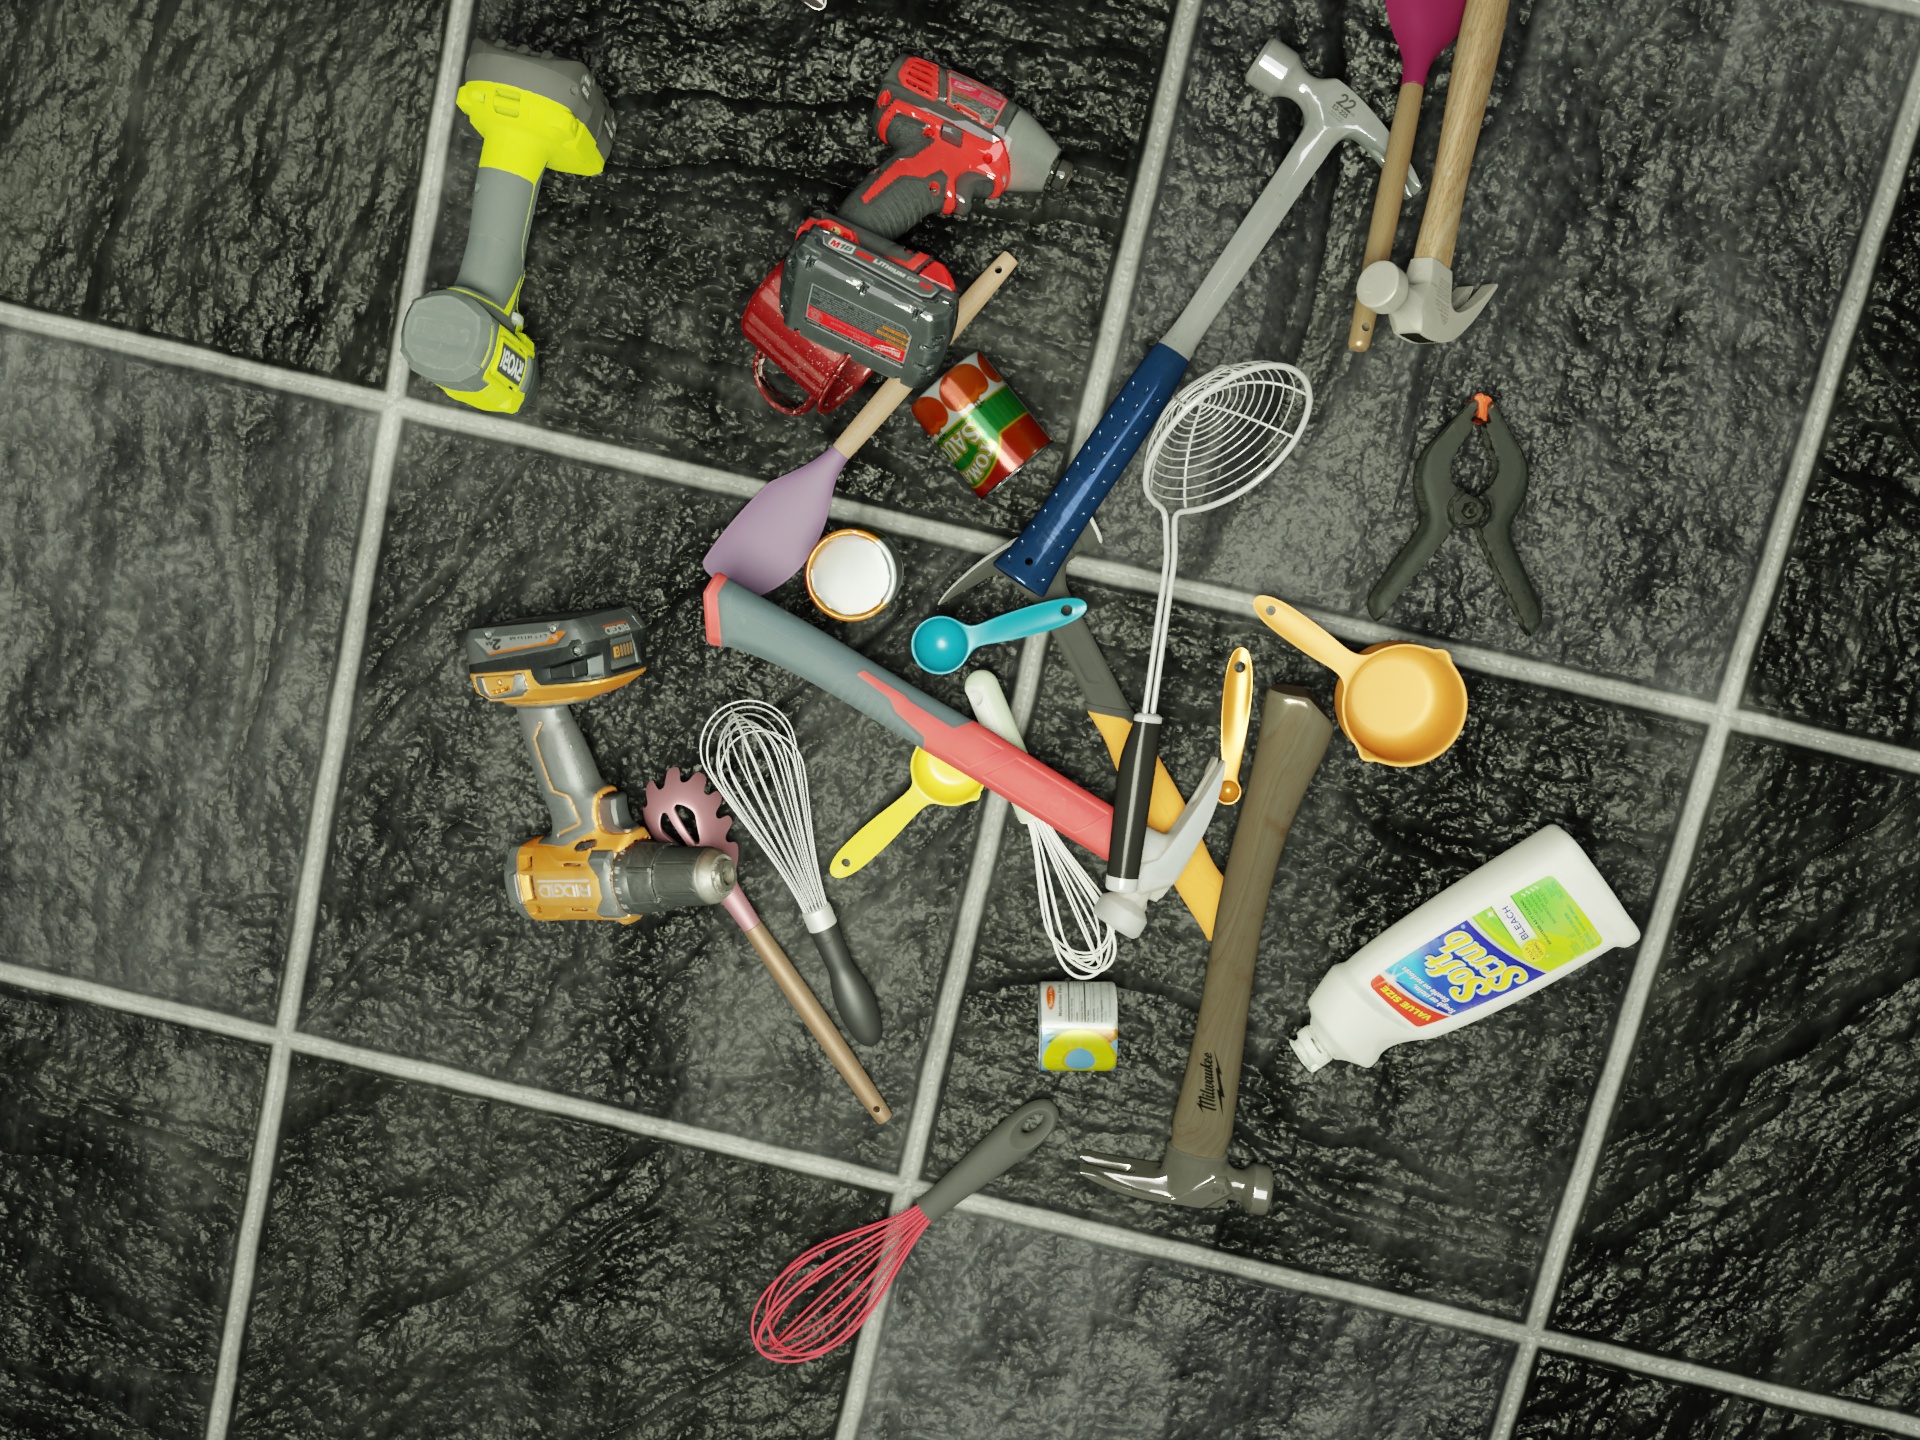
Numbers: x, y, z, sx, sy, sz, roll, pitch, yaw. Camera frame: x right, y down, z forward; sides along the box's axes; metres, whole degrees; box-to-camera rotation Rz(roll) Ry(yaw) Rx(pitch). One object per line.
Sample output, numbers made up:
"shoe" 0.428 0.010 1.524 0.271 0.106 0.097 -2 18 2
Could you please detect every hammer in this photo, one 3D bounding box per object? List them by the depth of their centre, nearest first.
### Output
"hammer" 0.341 -0.416 1.066 0.031 0.130 0.331 12 89 43
"hammer" 0.158 -0.261 1.102 0.144 0.035 0.405 34 93 -3
"hammer" -0.002 -0.004 1.108 0.386 0.038 0.143 31 89 -9
"hammer" 0.188 0.170 1.152 0.146 0.038 0.410 9 108 2
"hammer" 0.114 0.018 1.165 0.127 0.034 0.337 -28 96 5

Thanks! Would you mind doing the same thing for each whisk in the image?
"whisk" 0.056 0.077 1.160 0.059 0.058 0.246 -31 103 -38
"whisk" -0.118 0.118 1.182 0.070 0.070 0.284 -20 101 5
"whisk" -0.041 0.389 1.219 0.296 0.073 0.073 -40 95 1

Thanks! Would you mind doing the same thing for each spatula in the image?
"spatula" -0.068 -0.211 1.147 0.059 0.018 0.316 41 99 -5

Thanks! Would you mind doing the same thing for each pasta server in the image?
"pasta server" -0.142 0.175 1.206 0.060 0.040 0.316 -32 100 7

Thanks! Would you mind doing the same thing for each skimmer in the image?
"skimmer" 0.157 -0.057 1.064 0.090 0.127 0.363 12 96 45

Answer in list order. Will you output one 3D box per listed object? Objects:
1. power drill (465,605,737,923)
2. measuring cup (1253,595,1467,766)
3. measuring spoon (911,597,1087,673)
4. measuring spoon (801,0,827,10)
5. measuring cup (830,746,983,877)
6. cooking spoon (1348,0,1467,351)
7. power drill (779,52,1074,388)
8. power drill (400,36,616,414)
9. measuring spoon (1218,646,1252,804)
"power drill" -0.255 0.036 1.137 0.185 0.084 0.226 -3 101 27
"measuring cup" 0.279 -0.038 1.141 0.173 0.052 0.095 35 98 -1
"measuring spoon" 0.027 -0.067 1.131 0.128 0.021 0.042 -15 105 -3
"measuring spoon" -0.137 -0.543 1.105 0.034 0.018 0.124 -42 101 6
"measuring cup" -0.041 0.063 1.188 0.062 0.029 0.156 45 109 -5
"cooking spoon" 0.300 -0.402 1.070 0.068 0.017 0.319 13 86 -8
"power drill" -0.019 -0.337 1.056 0.143 0.078 0.220 25 64 -1
"power drill" -0.303 -0.323 1.075 0.080 0.171 0.223 14 90 0
"measuring spoon" 0.202 0.004 1.173 0.021 0.011 0.117 5 95 4
